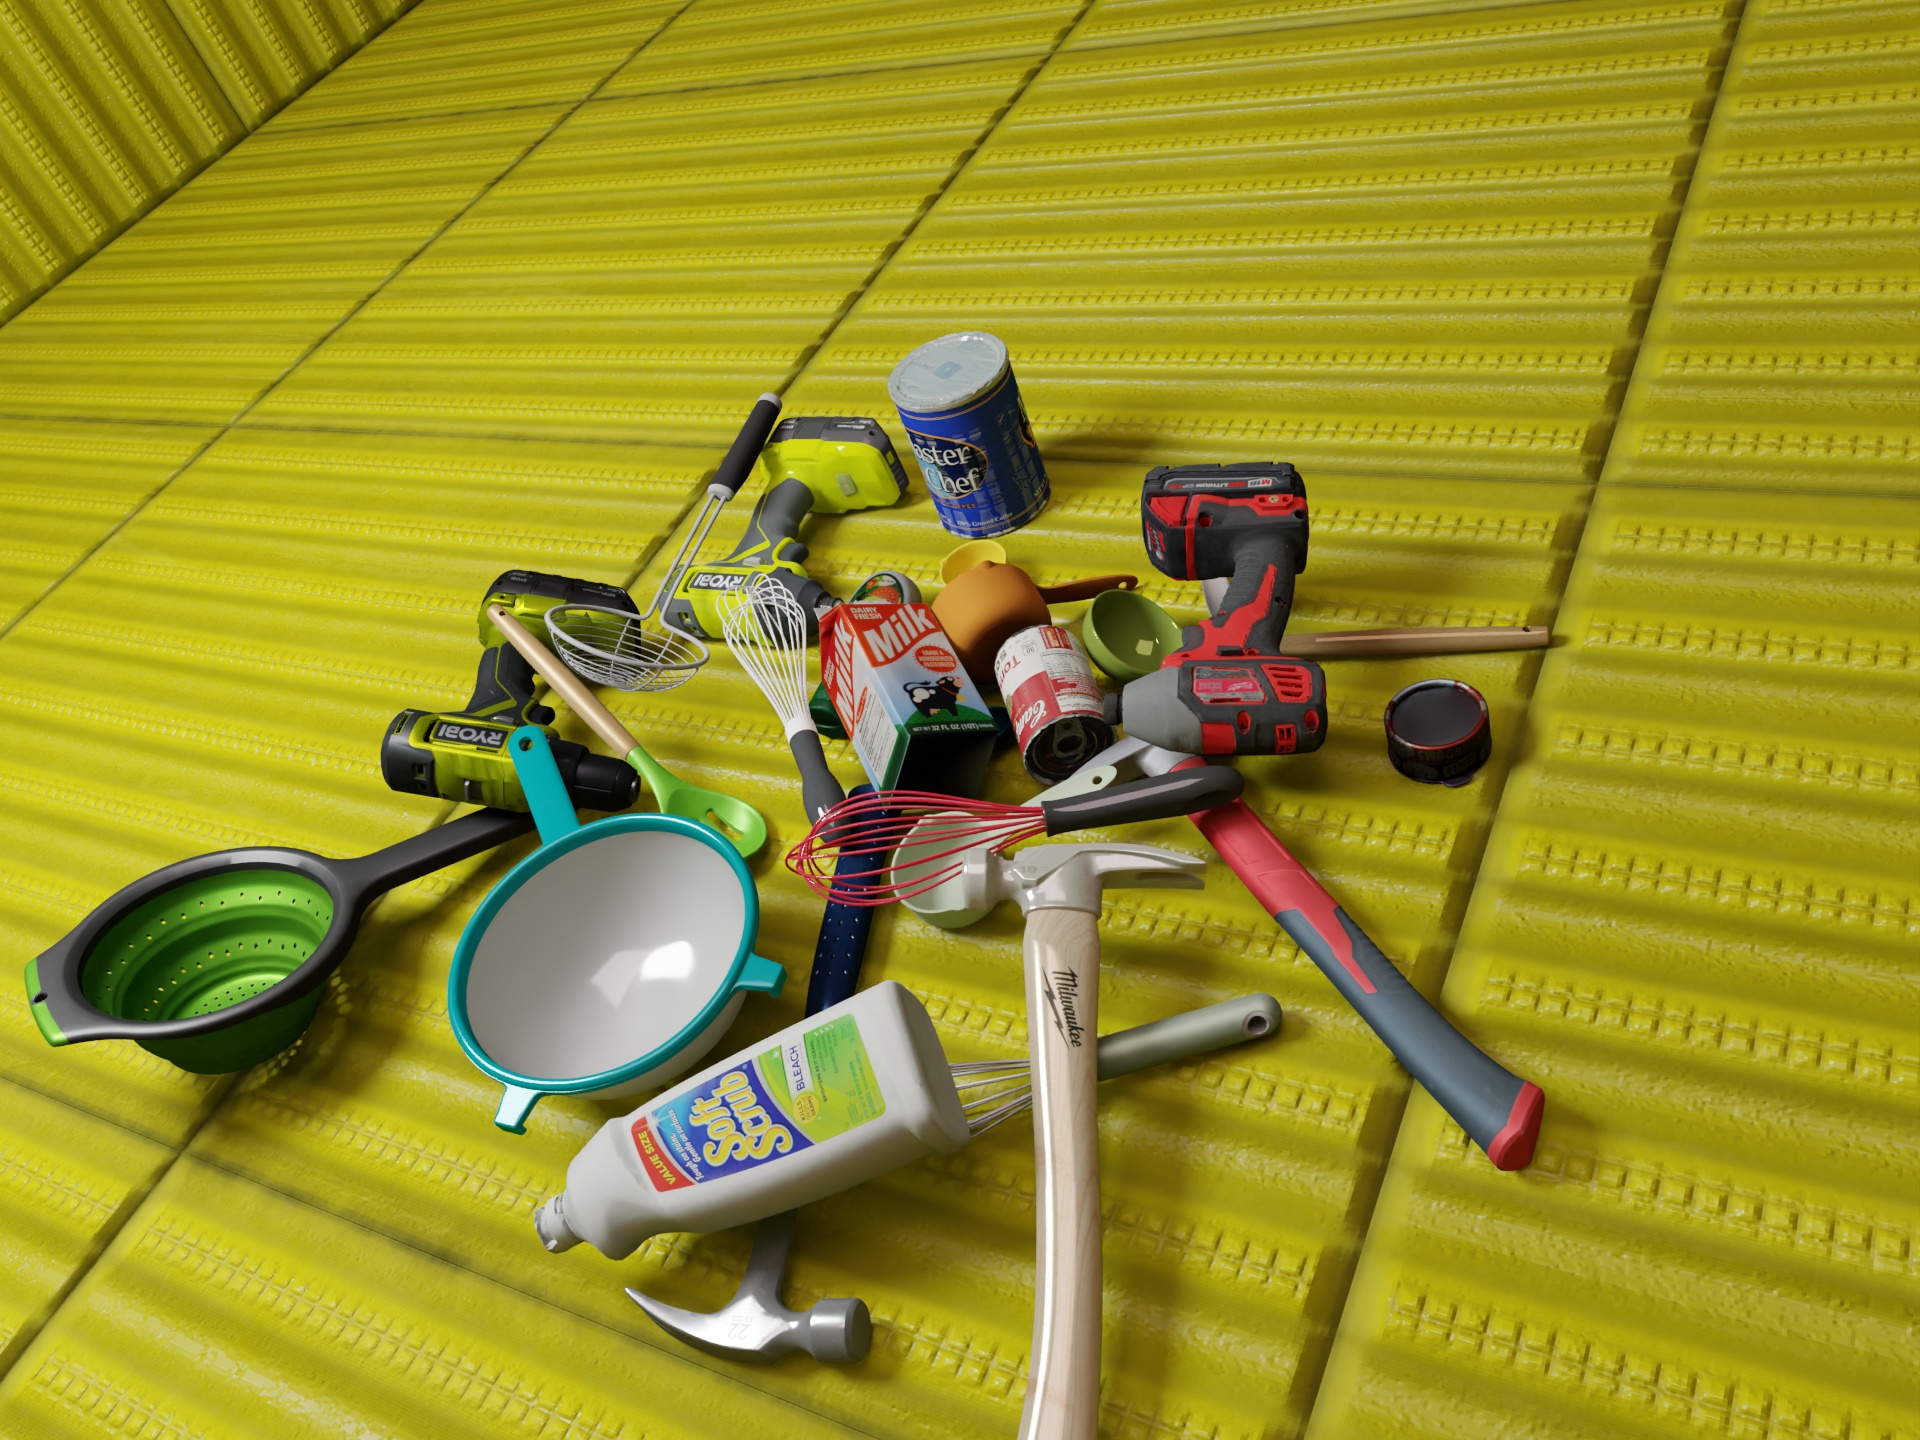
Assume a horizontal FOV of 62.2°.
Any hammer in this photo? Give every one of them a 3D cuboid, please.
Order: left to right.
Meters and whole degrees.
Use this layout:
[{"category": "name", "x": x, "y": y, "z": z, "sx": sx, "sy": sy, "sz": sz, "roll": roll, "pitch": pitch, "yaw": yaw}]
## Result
[{"category": "hammer", "x": -0.095, "y": 0.203, "z": 1.008, "sx": 0.144, "sy": 0.035, "sz": 0.406, "roll": -6, "pitch": 45, "yaw": 18}, {"category": "hammer", "x": 0.066, "y": 0.248, "z": 0.850, "sx": 0.146, "sy": 0.038, "sz": 0.411, "roll": -1, "pitch": 55, "yaw": 6}, {"category": "hammer", "x": 0.197, "y": 0.125, "z": 0.958, "sx": 0.143, "sy": 0.038, "sz": 0.387, "roll": -30, "pitch": 42, "yaw": -6}]

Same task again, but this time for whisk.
[{"category": "whisk", "x": -0.124, "y": -0.012, "z": 1.178, "sx": 0.070, "sy": 0.070, "sz": 0.285, "roll": -24, "pitch": 47, "yaw": -1}, {"category": "whisk", "x": 0.034, "y": 0.066, "z": 1.008, "sx": 0.296, "sy": 0.073, "sz": 0.073, "roll": -11, "pitch": 43, "yaw": 0}, {"category": "whisk", "x": 0.069, "y": 0.202, "z": 0.932, "sx": 0.246, "sy": 0.057, "sz": 0.059, "roll": -16, "pitch": 22, "yaw": 1}]

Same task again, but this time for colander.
[{"category": "colander", "x": -0.468, "y": 0.159, "z": 1.193, "sx": 0.397, "sy": 0.094, "sz": 0.205, "roll": -24, "pitch": 38, "yaw": -28}]

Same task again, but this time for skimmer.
[{"category": "skimmer", "x": -0.218, "y": -0.163, "z": 1.300, "sx": 0.127, "sy": 0.090, "sz": 0.363, "roll": 19, "pitch": 55, "yaw": 3}]

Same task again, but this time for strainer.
[{"category": "strainer", "x": -0.247, "y": 0.133, "z": 1.094, "sx": 0.211, "sy": 0.095, "sz": 0.341, "roll": -28, "pitch": 45, "yaw": -8}]

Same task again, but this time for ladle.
[{"category": "ladle", "x": 0.243, "y": -0.062, "z": 1.118, "sx": 0.320, "sy": 0.062, "sz": 0.078, "roll": -1, "pitch": 44, "yaw": 19}]

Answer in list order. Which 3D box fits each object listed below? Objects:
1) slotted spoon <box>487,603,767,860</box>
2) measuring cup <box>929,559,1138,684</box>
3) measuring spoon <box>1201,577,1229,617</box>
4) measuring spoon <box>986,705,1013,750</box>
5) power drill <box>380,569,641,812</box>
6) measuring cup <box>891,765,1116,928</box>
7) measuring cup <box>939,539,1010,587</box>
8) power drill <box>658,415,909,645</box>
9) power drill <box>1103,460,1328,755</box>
[{"category": "slotted spoon", "x": -0.262, "y": 0.008, "z": 1.209, "sx": 0.314, "sy": 0.031, "sz": 0.070, "roll": 42, "pitch": 51, "yaw": 21}, {"category": "measuring cup", "x": 0.065, "y": -0.077, "z": 1.205, "sx": 0.173, "sy": 0.095, "sz": 0.052, "roll": -12, "pitch": 47, "yaw": -16}, {"category": "measuring spoon", "x": 0.194, "y": -0.108, "z": 1.220, "sx": 0.034, "sy": 0.018, "sz": 0.124, "roll": -14, "pitch": 49, "yaw": 9}, {"category": "measuring spoon", "x": -0.002, "y": -0.004, "z": 1.198, "sx": 0.042, "sy": 0.021, "sz": 0.129, "roll": -35, "pitch": 34, "yaw": -18}, {"category": "power drill", "x": -0.333, "y": -0.016, "z": 1.278, "sx": 0.190, "sy": 0.080, "sz": 0.229, "roll": 9, "pitch": 42, "yaw": 0}, {"category": "measuring cup", "x": 0.034, "y": 0.081, "z": 1.060, "sx": 0.167, "sy": 0.038, "sz": 0.083, "roll": -29, "pitch": 48, "yaw": 4}, {"category": "measuring cup", "x": -0.006, "y": -0.078, "z": 1.269, "sx": 0.062, "sy": 0.029, "sz": 0.157, "roll": 9, "pitch": 58, "yaw": 31}, {"category": "power drill", "x": -0.140, "y": -0.160, "z": 1.373, "sx": 0.171, "sy": 0.080, "sz": 0.223, "roll": 6, "pitch": 53, "yaw": 29}, {"category": "power drill", "x": 0.171, "y": -0.071, "z": 1.074, "sx": 0.143, "sy": 0.078, "sz": 0.220, "roll": -1, "pitch": 52, "yaw": 11}]
